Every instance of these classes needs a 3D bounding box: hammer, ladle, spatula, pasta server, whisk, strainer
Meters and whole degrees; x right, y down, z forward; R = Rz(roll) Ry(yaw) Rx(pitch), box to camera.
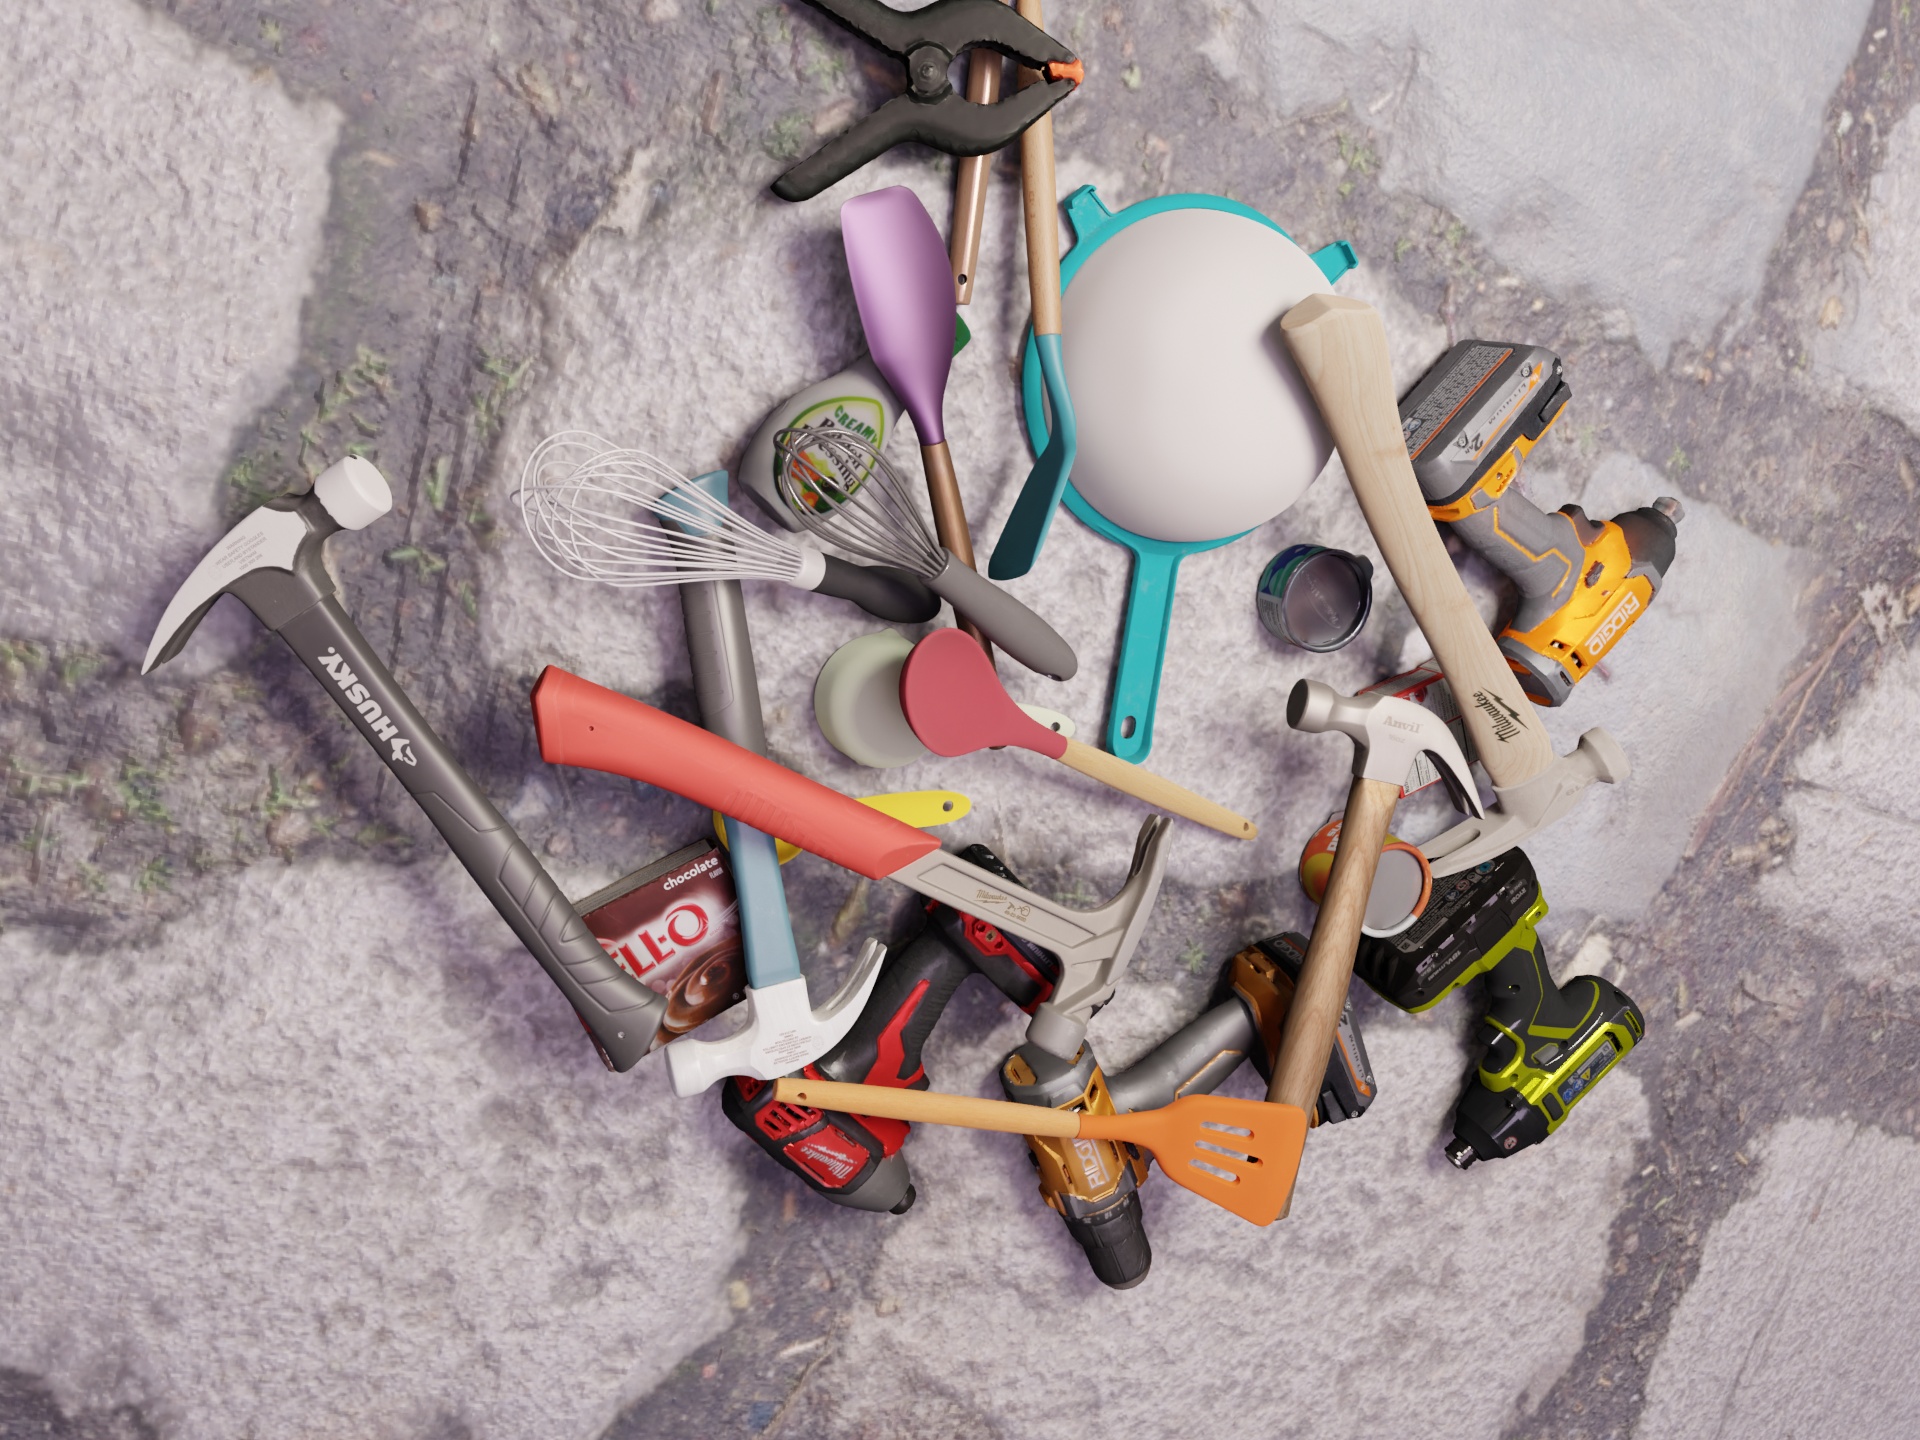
[{"bbox_3d":[0.276,-0.071,0.951,0.146,0.038,0.410,-32,122,6],"label":"hammer"},{"bbox_3d":[-0.056,0.052,0.852,0.358,0.037,0.149,26,84,-19],"label":"hammer"},{"bbox_3d":[0.077,0.023,0.939,0.315,0.031,0.069,24,76,-38],"label":"ladle"},{"bbox_3d":[0.048,0.238,0.930,0.322,0.041,0.081,12,101,-19],"label":"spatula"},{"bbox_3d":[-0.259,0.045,0.799,0.146,0.035,0.334,-31,106,10],"label":"hammer"},{"bbox_3d":[0.017,-0.383,0.844,0.060,0.040,0.316,6,103,-3],"label":"pasta server"},{"bbox_3d":[-0.010,-0.082,0.840,0.238,0.055,0.055,36,89,-39],"label":"whisk"},{"bbox_3d":[0.227,0.147,0.970,0.130,0.031,0.331,12,97,-12],"label":"hammer"},{"bbox_3d":[-0.121,0.031,0.865,0.128,0.033,0.331,-11,96,-19],"label":"hammer"},{"bbox_3d":[0.139,-0.132,0.923,0.211,0.095,0.340,4,100,-22],"label":"strainer"},{"bbox_3d":[-0.105,-0.087,0.817,0.284,0.070,0.070,11,100,-49],"label":"whisk"},{"bbox_3d":[0.036,-0.237,0.870,0.044,0.082,0.317,-4,94,-15],"label":"spatula"},{"bbox_3d":[-0.008,-0.128,0.868,0.060,0.018,0.315,-23,114,-25],"label":"spatula"}]

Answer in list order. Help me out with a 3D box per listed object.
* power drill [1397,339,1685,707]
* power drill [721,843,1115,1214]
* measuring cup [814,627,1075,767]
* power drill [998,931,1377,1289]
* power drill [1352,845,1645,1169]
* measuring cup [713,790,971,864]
[{"bbox_3d":[0.376,-0.137,1.025,0.164,0.084,0.226,-47,119,-5],"label":"power drill"},{"bbox_3d":[-0.021,0.195,0.956,0.219,0.079,0.143,-44,113,-3],"label":"power drill"},{"bbox_3d":[-0.001,-0.003,0.931,0.167,0.038,0.083,9,100,-22],"label":"measuring cup"},{"bbox_3d":[0.153,0.259,1.038,0.226,0.084,0.185,-24,111,-10],"label":"power drill"},{"bbox_3d":[0.370,0.201,1.110,0.171,0.080,0.223,-42,117,-7],"label":"power drill"},{"bbox_3d":[-0.069,0.051,0.928,0.156,0.029,0.062,-2,102,-26],"label":"measuring cup"}]
